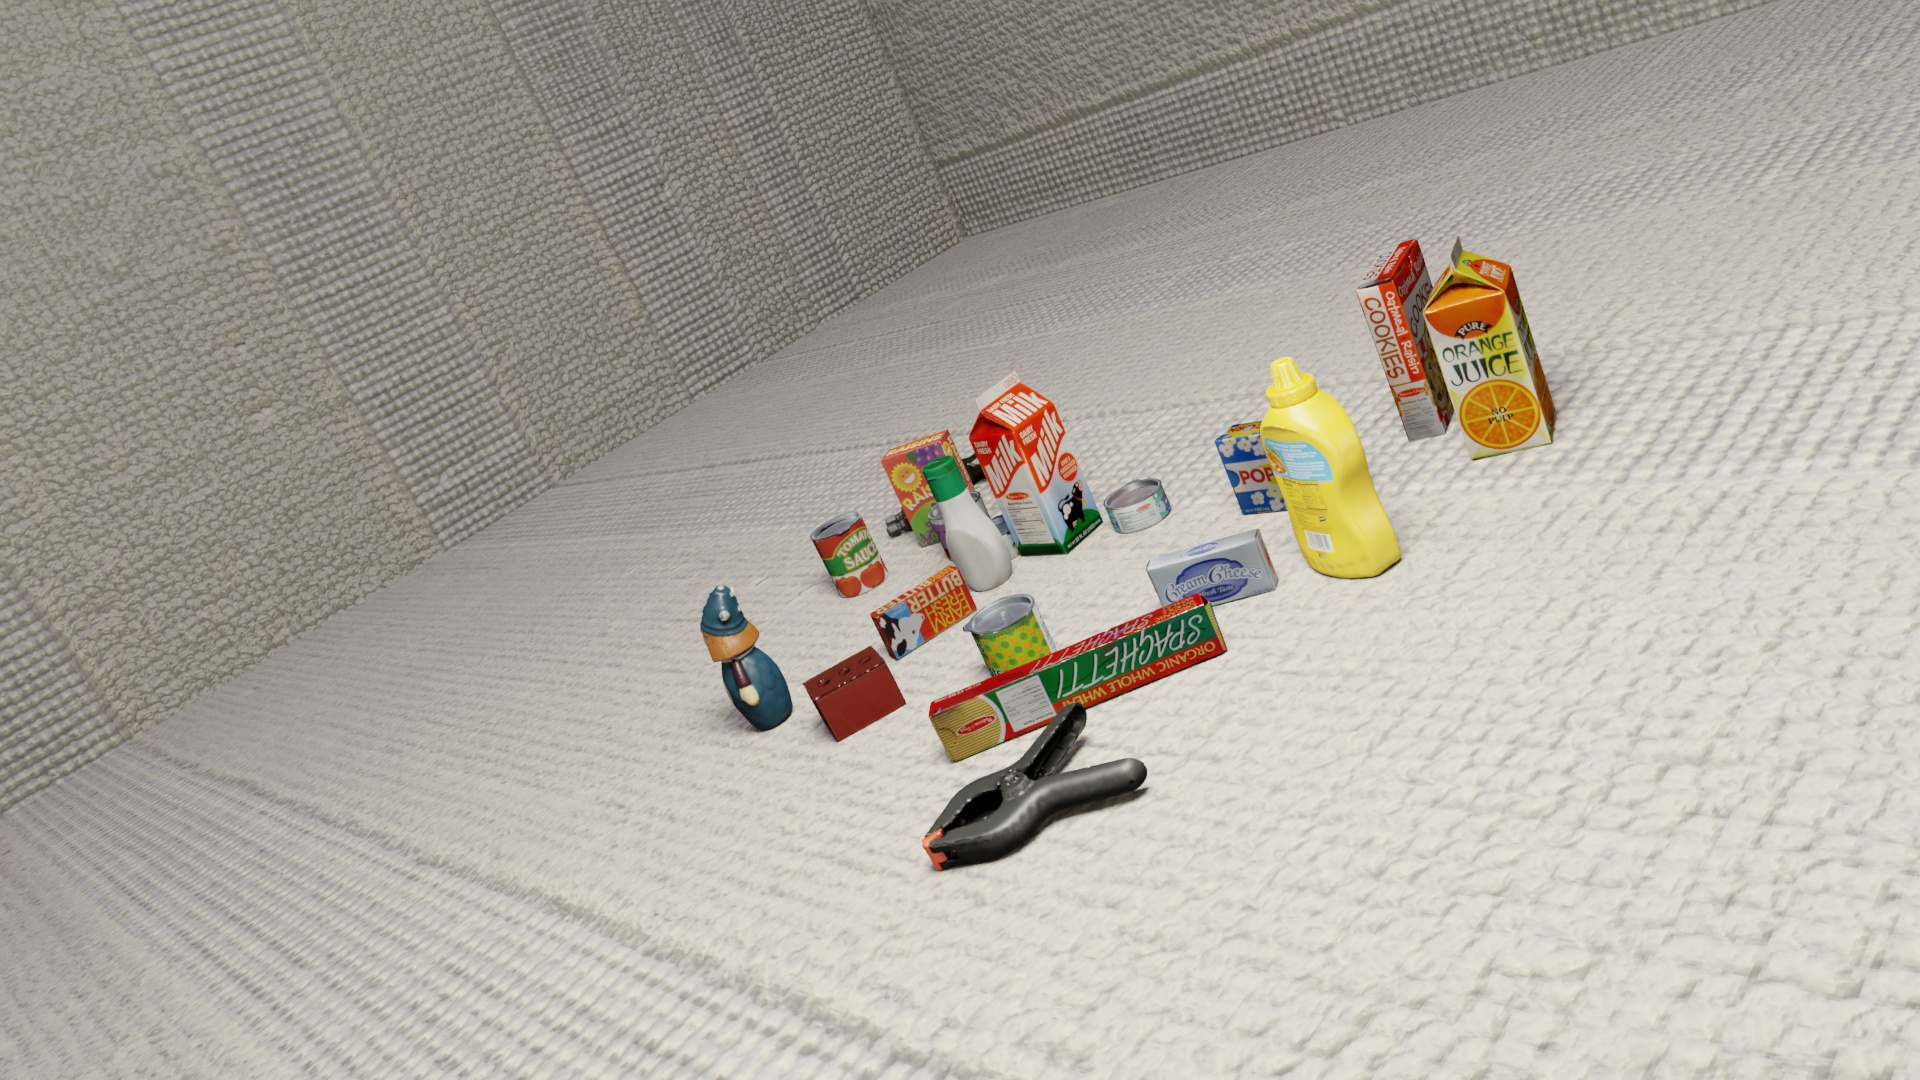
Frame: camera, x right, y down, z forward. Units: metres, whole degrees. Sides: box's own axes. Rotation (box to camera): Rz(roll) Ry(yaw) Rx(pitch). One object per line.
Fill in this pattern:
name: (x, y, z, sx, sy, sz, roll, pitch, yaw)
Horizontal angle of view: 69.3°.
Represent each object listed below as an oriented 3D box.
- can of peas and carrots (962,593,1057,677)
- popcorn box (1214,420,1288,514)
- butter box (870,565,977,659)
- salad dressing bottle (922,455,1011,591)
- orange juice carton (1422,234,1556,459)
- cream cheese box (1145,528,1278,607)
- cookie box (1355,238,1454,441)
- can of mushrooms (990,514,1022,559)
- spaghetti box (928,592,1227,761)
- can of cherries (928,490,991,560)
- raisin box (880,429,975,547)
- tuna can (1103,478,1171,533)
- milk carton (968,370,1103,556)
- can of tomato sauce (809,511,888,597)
can of peas and carrots: (0.046, 0.091, 1.268, 0.071, 0.058, 0.071, -22, 18, 8)
popcorn box: (0.318, -0.074, 1.333, 0.126, 0.085, 0.038, -6, 26, 44)
butter box: (-0.038, 0.074, 1.430, 0.104, 0.053, 0.024, -32, 19, -19)
salad dressing bottle: (0.005, -0.019, 1.478, 0.064, 0.147, 0.044, -9, 24, 40)
orange juice carton: (0.472, -0.177, 1.250, 0.073, 0.192, 0.072, -13, 21, 32)
cream cheese box: (0.221, 0.030, 1.223, 0.103, 0.053, 0.024, -17, 20, 23)
cookie box: (0.450, -0.201, 1.381, 0.040, 0.167, 0.123, -12, 22, 35)
can of mushrooms: (0.043, -0.001, 1.562, 0.071, 0.033, 0.071, -22, 19, 8)
spaghetti box: (0.097, 0.114, 1.155, 0.250, 0.050, 0.029, -23, 18, 6)
can of cherries: (0.003, -0.017, 1.618, 0.071, 0.058, 0.072, -22, 18, 8)
raisin box: (-0.031, -0.063, 1.682, 0.086, 0.123, 0.040, -17, 20, 24)
tuna can: (0.189, -0.038, 1.480, 0.071, 0.032, 0.071, -22, 19, 8)
milk carton: (0.075, -0.083, 1.498, 0.073, 0.190, 0.073, -4, 27, 48)
can of tomato sauce: (-0.131, 0.017, 1.654, 0.071, 0.083, 0.071, -22, 18, 8)
